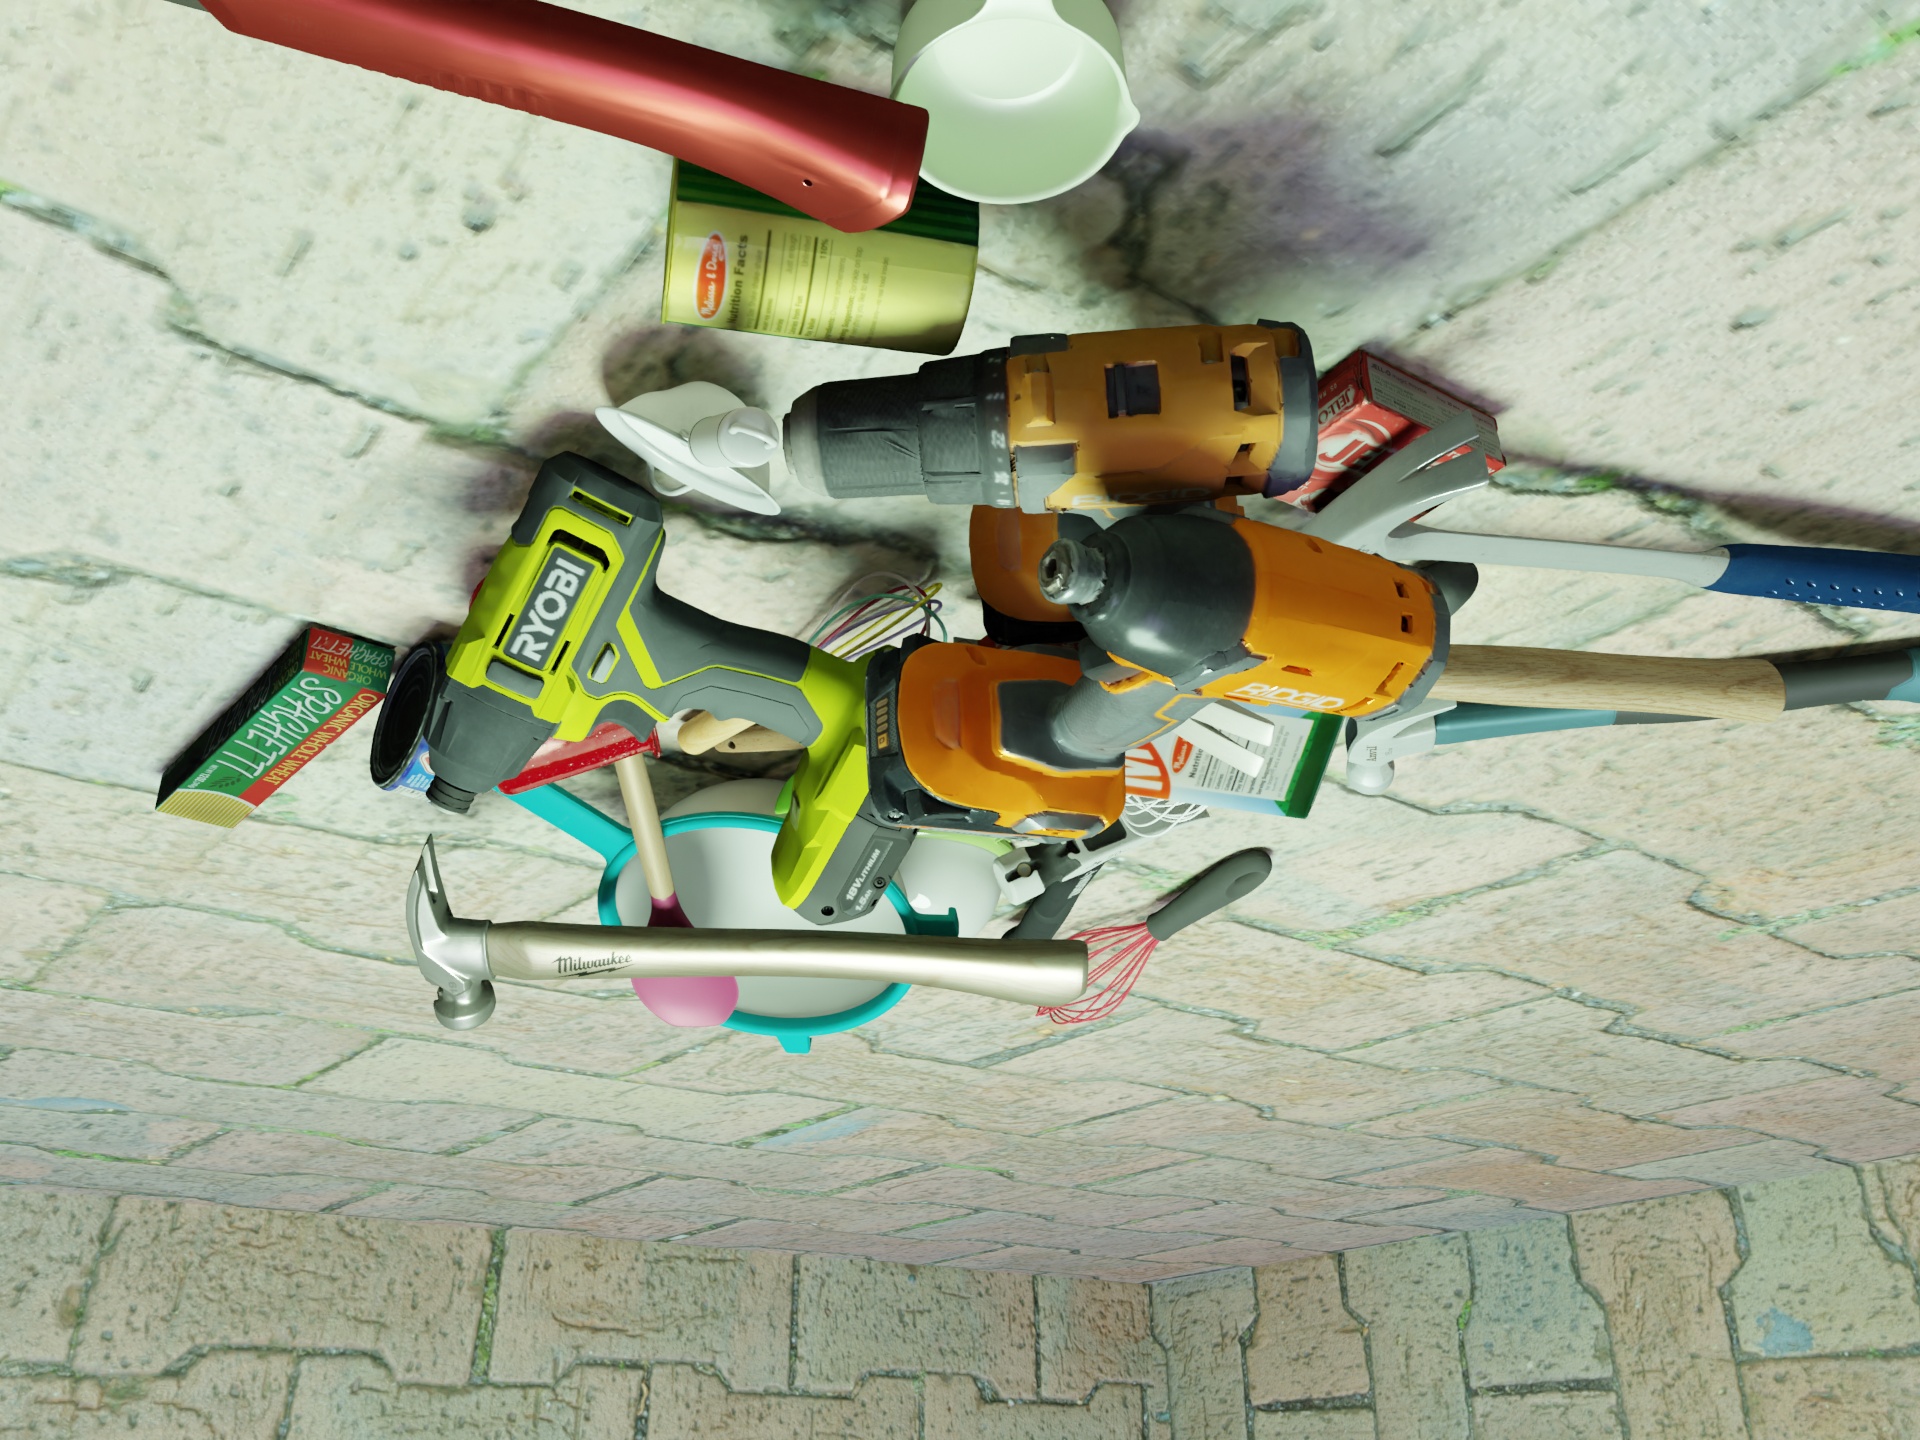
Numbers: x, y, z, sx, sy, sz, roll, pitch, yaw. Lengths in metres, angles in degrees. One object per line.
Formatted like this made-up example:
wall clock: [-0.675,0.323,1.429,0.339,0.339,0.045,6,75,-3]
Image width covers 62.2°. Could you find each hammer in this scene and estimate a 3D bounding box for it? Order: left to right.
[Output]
hammer: [-0.183,-0.212,0.450,0.359,0.037,0.149,12,152,-10]
hammer: [-0.127,0.137,0.973,0.410,0.038,0.146,2,131,-1]
hammer: [0.076,0.122,1.140,0.146,0.035,0.334,-24,164,-14]
hammer: [0.237,-0.022,0.768,0.331,0.130,0.031,3,131,-6]
hammer: [0.393,-0.009,0.926,0.331,0.033,0.128,-7,154,11]
hammer: [0.349,-0.075,0.749,0.405,0.035,0.144,2,155,-18]

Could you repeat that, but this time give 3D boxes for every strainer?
strainer: [-0.174,0.075,1.030,0.340,0.095,0.211,34,128,-18]
strainer: [-0.092,-0.107,0.604,0.086,0.050,0.258,29,-179,-18]
strainer: [-0.028,0.154,1.195,0.151,0.069,0.256,-4,152,5]

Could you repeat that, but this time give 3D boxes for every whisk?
whisk: [-0.086,-0.025,0.872,0.051,0.047,0.245,30,146,-27]
whisk: [0.145,0.171,1.257,0.073,0.073,0.295,15,143,-28]
whisk: [0.177,-0.012,0.892,0.070,0.070,0.284,17,144,-31]

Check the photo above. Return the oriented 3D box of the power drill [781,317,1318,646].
power drill: [0.037,-0.090,0.636,0.185,0.084,0.226,-4,170,4]

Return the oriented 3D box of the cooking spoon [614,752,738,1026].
cooking spoon: [-0.185,0.085,0.964,0.069,0.017,0.318,-2,132,2]

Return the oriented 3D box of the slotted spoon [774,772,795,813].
slotted spoon: [0.040,0.031,0.913,0.314,0.031,0.070,-3,-170,15]

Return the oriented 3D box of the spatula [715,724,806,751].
spatula: [-0.001,-0.003,0.914,0.317,0.044,0.082,-5,116,24]

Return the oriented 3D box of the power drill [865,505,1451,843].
power drill: [0.051,-0.016,0.622,0.164,0.084,0.226,9,158,-33]

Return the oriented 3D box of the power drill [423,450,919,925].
power drill: [-0.125,0.000,0.743,0.223,0.171,0.080,26,-171,-18]

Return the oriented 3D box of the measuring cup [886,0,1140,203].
measuring cup: [0.017,-0.228,0.470,0.083,0.038,0.167,0,152,-2]
